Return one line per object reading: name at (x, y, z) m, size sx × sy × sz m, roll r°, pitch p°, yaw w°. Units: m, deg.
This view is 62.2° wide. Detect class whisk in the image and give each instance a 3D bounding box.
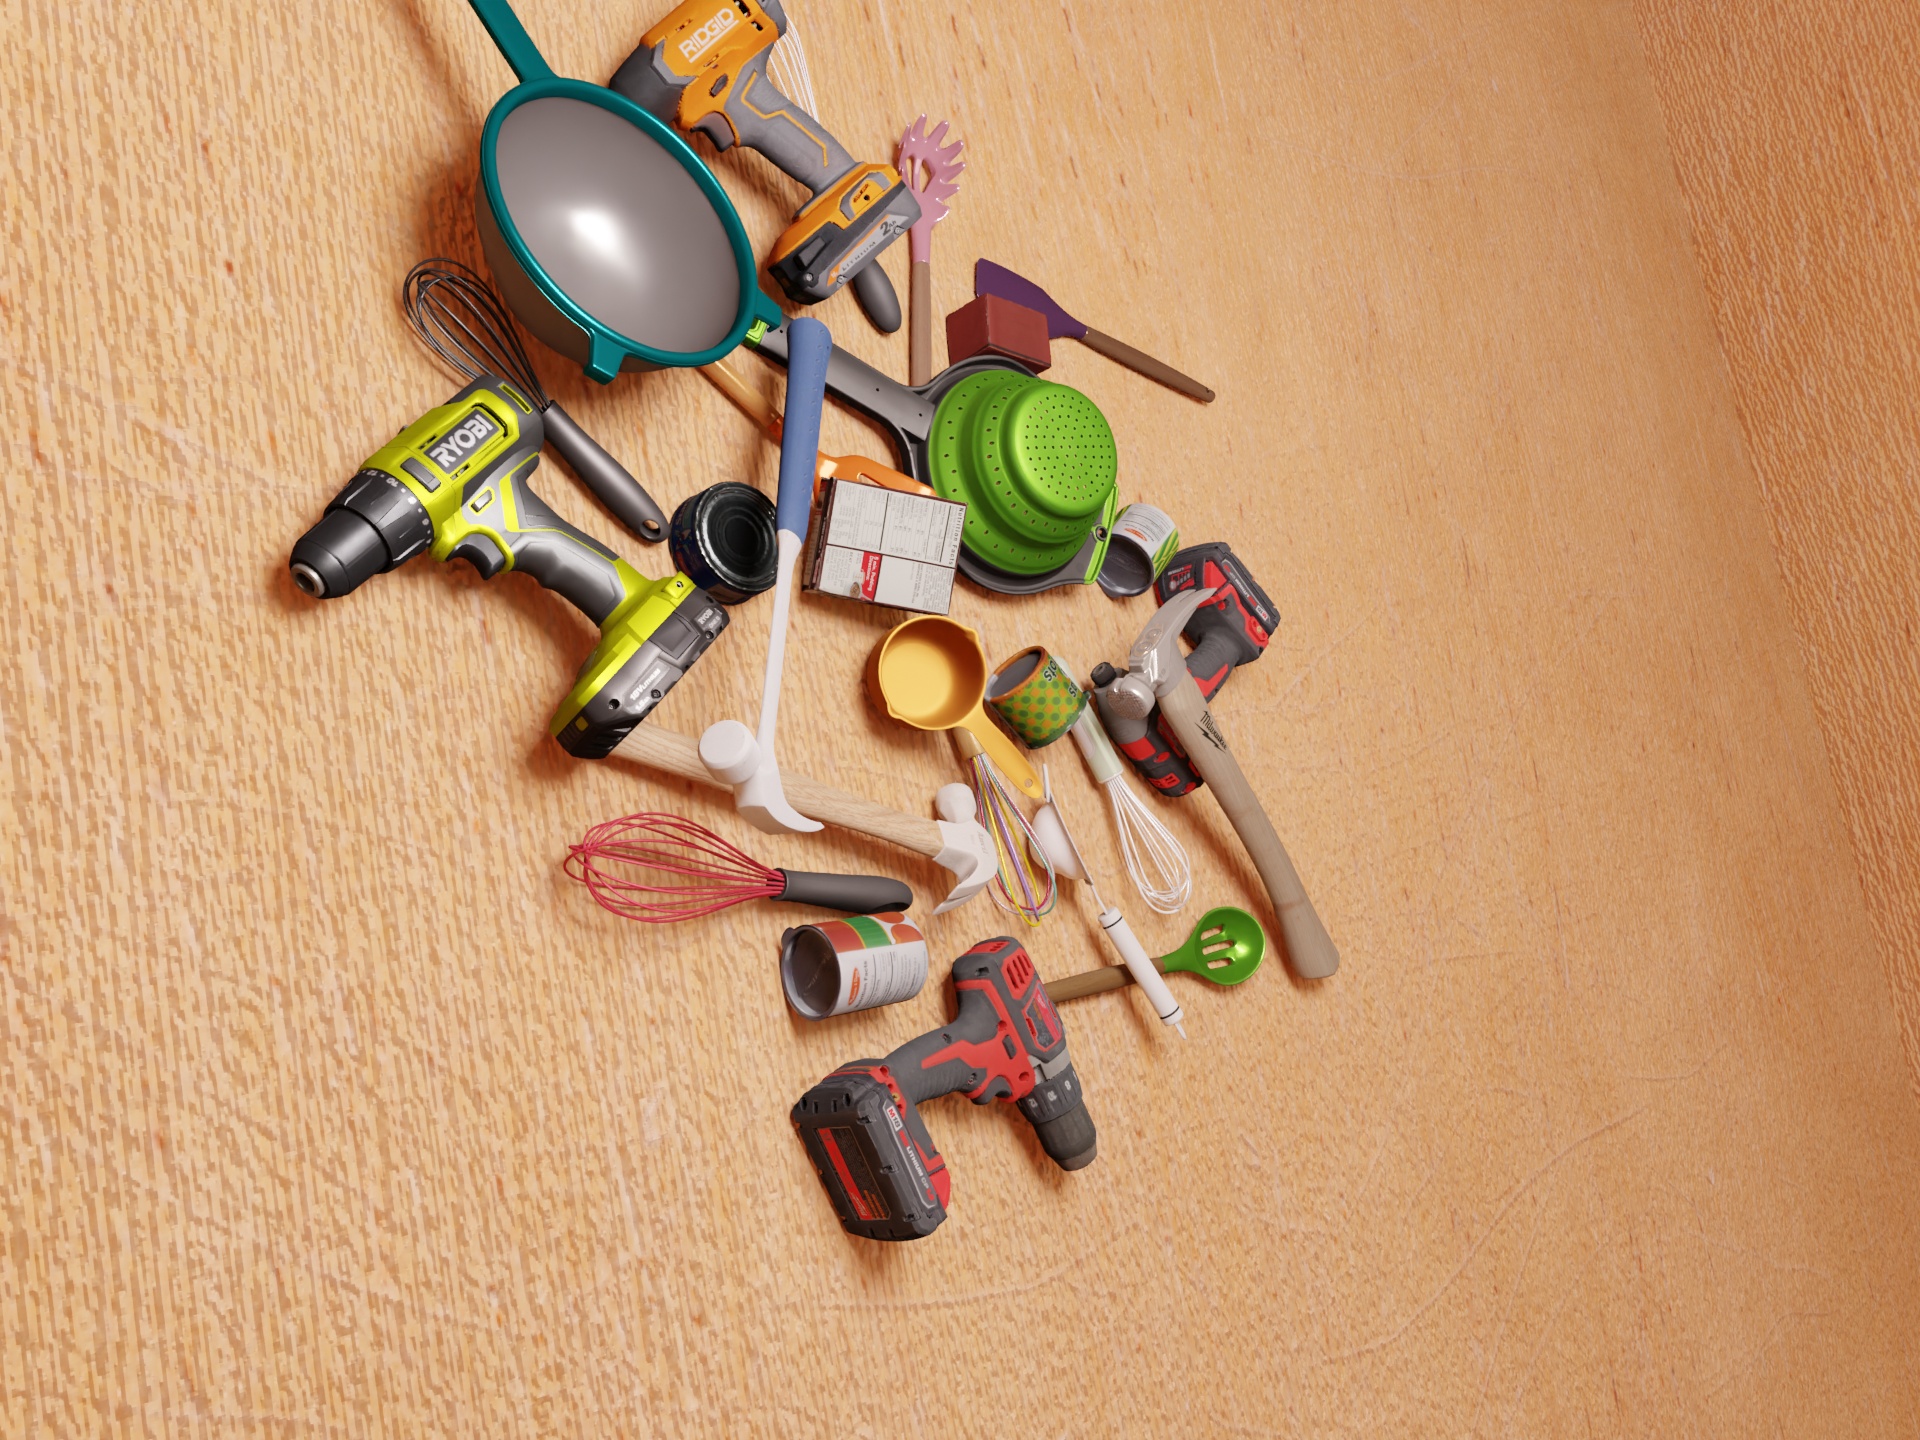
whisk at (-0.140, 0.110, 1.086) m, size 0.295 × 0.073 × 0.073 m, roll 14°, pitch 68°, yaw -45°
whisk at (-0.116, -0.445, 1.282) m, size 0.070 × 0.070 × 0.284 m, roll -42°, pitch 111°, yaw -42°
whisk at (0.132, 0.055, 1.364) m, size 0.059 × 0.058 × 0.246 m, roll -30°, pitch 94°, yaw -36°
whisk at (-0.277, -0.208, 1.064) m, size 0.238 × 0.055 × 0.055 m, roll 48°, pitch 50°, yaw -27°
whisk at (0.020, 0.048, 1.264) m, size 0.047 × 0.051 × 0.245 m, roll -19°, pitch 88°, yaw -39°

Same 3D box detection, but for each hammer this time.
hammer at (-0.110, 0.056, 1.122) m, size 0.331 × 0.031 × 0.130 m, roll 21°, pitch 31°, yaw -31°
hammer at (-0.118, -0.110, 1.090) m, size 0.143 × 0.035 × 0.406 m, roll 66°, pitch 22°, yaw -56°
hammer at (0.256, 0.075, 1.412) m, size 0.146 × 0.038 × 0.410 m, roll -53°, pitch 126°, yaw -32°

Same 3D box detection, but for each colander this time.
colander at (-0.003, -0.243, 1.269) m, size 0.396 × 0.094 × 0.205 m, roll 26°, pitch 68°, yaw -28°

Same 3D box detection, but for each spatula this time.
spatula at (-0.155, -0.242, 1.189) m, size 0.322 × 0.041 × 0.081 m, roll 42°, pitch 78°, yaw -24°
spatula at (0.134, -0.357, 1.510) m, size 0.315 × 0.018 × 0.060 m, roll 15°, pitch 68°, yaw -38°

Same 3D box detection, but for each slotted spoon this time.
slotted spoon at (0.150, 0.210, 1.346) m, size 0.313 × 0.031 × 0.070 m, roll -5°, pitch 80°, yaw -42°

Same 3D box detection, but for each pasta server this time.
pasta server at (-0.030, -0.364, 1.347) m, size 0.060 × 0.040 × 0.316 m, roll 8°, pitch 72°, yaw -28°

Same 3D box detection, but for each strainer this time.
strainer at (-0.279, -0.367, 1.063) m, size 0.340 × 0.095 × 0.211 m, roll 58°, pitch 39°, yaw -4°
strainer at (0.116, 0.156, 1.303) m, size 0.258 × 0.050 × 0.087 m, roll 58°, pitch 2°, yaw -5°

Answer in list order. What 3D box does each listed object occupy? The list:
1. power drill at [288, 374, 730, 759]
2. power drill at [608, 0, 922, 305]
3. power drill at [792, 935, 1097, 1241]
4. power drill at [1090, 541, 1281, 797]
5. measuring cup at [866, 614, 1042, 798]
power drill at (-0.276, -0.086, 0.987) m, size 0.228 × 0.080 × 0.191 m, roll 43°, pitch 50°, yaw -10°
power drill at (-0.155, -0.427, 1.200) m, size 0.164 × 0.084 × 0.226 m, roll -43°, pitch 109°, yaw -7°
power drill at (0.005, 0.284, 1.152) m, size 0.227 × 0.080 × 0.188 m, roll -31°, pitch 99°, yaw -45°
power drill at (0.197, -0.053, 1.439) m, size 0.143 × 0.078 × 0.220 m, roll 47°, pitch 54°, yaw -23°
measuring cup at (-0.002, -0.004, 1.231) m, size 0.095 × 0.052 × 0.173 m, roll -45°, pitch 104°, yaw -17°
